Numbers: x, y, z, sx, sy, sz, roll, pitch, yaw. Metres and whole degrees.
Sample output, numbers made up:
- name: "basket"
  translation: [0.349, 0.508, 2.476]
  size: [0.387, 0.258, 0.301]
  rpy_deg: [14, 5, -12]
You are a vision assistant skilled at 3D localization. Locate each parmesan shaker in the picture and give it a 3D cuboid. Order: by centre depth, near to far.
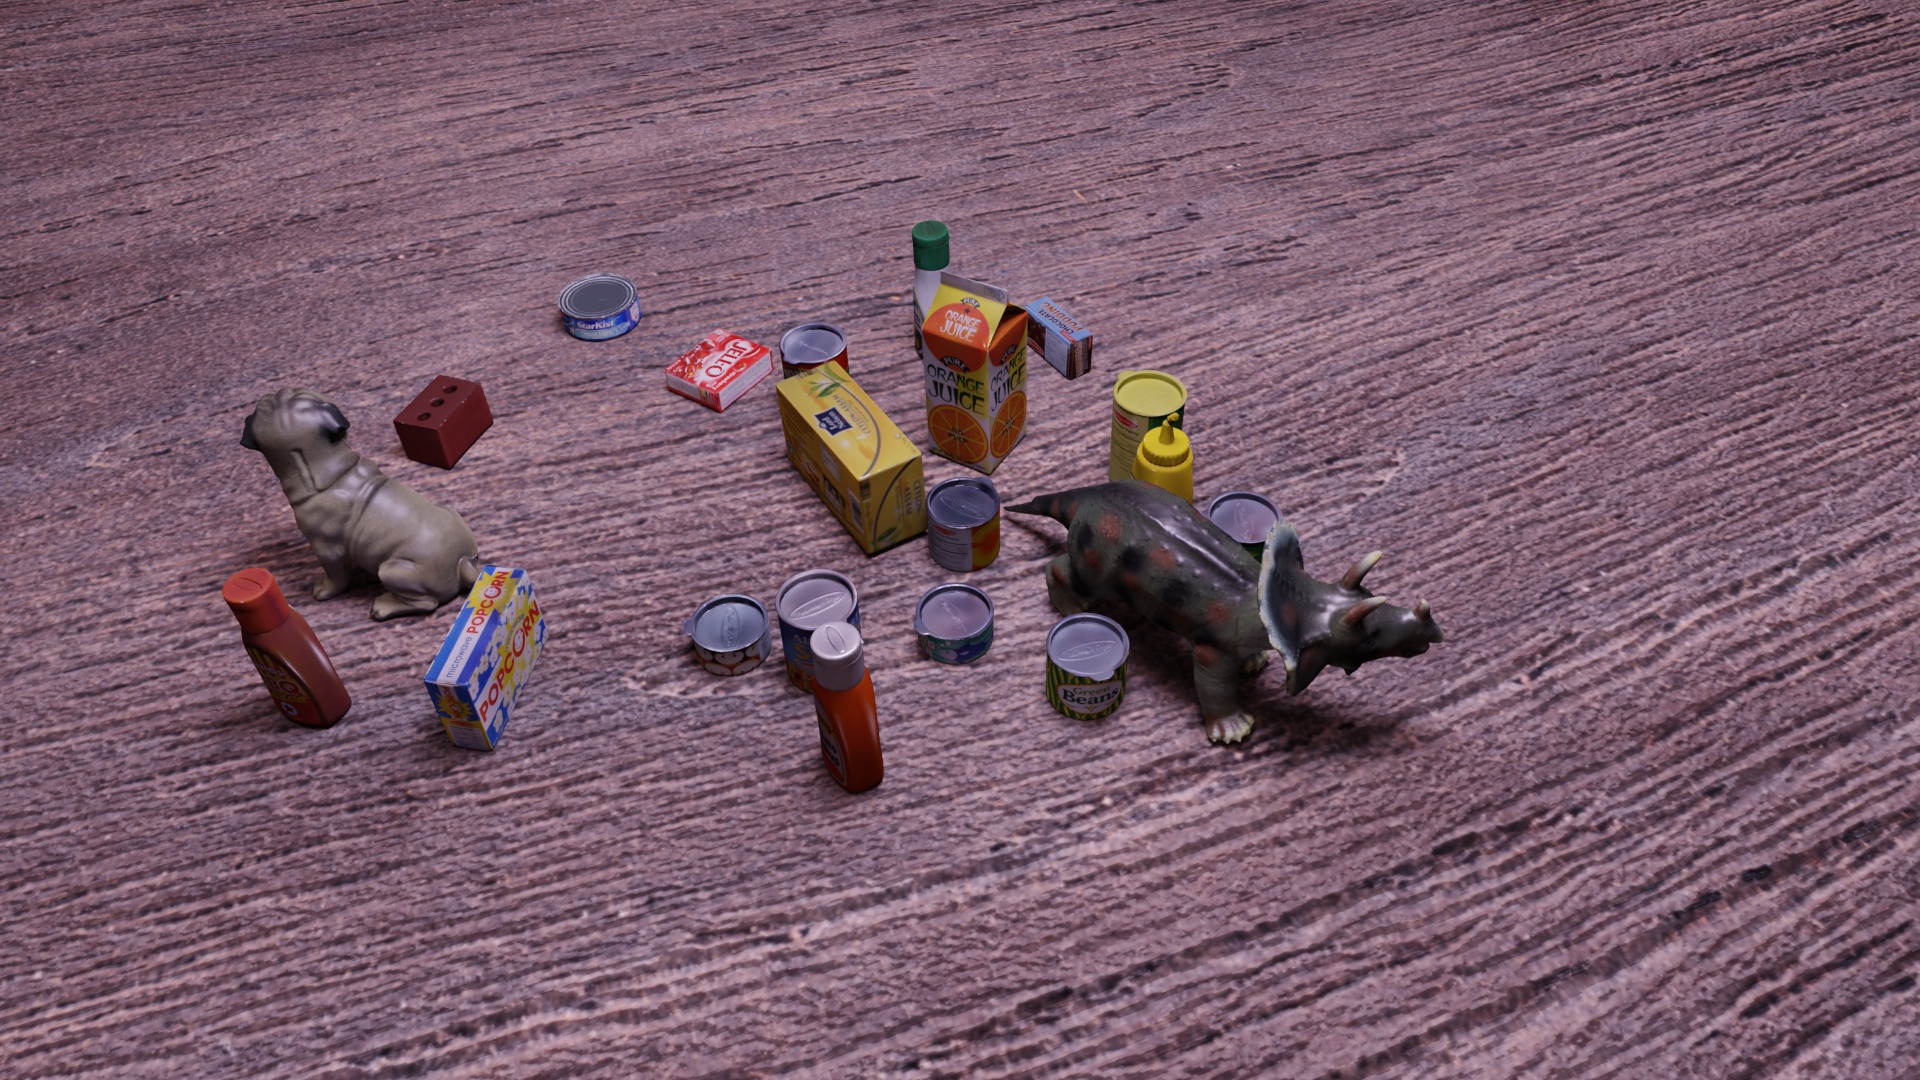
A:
- name: "parmesan shaker"
  translation: [0.171, -0.099, 1.290]
  size: [0.071, 0.102, 0.072]
  rpy_deg: [-1, 45, 1]

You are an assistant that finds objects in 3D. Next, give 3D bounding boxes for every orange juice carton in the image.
- name: "orange juice carton"
  translation: [0.014, -0.163, 1.297]
  size: [0.072, 0.191, 0.073]
  rpy_deg: [23, 50, 23]

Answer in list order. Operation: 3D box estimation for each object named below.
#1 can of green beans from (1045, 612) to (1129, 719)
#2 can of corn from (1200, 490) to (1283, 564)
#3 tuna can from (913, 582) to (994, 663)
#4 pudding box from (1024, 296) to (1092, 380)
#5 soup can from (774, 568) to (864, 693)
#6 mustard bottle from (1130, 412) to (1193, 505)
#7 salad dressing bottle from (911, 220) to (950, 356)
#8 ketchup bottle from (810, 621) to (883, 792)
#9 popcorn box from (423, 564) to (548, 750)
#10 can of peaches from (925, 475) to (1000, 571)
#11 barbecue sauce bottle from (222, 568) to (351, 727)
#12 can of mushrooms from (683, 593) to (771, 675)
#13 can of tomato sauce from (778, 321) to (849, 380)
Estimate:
- name: "can of green beans"
  translation: [0.101, 0.102, 1.120]
  size: [0.071, 0.057, 0.071]
  rpy_deg: [-1, 45, 1]
- name: "can of corn"
  translation: [0.243, -0.001, 1.219]
  size: [0.071, 0.058, 0.071]
  rpy_deg: [-1, 45, 1]
- name: "tuna can"
  translation: [-0.006, 0.071, 1.173]
  size: [0.071, 0.032, 0.071]
  rpy_deg: [-1, 45, 1]
- name: "pudding box"
  translation: [0.101, -0.211, 1.444]
  size: [0.030, 0.049, 0.084]
  rpy_deg: [-25, 49, -22]
- name: "soup can"
  translation: [-0.113, 0.077, 1.134]
  size: [0.071, 0.083, 0.072]
  rpy_deg: [-1, 45, 1]
- name: "mustard bottle"
  translation: [0.173, -0.050, 1.199]
  size: [0.049, 0.159, 0.065]
  rpy_deg: [-11, 45, -9]
- name: "salad dressing bottle"
  translation: [-0.028, -0.256, 1.425]
  size: [0.044, 0.146, 0.064]
  rpy_deg: [-9, 45, -7]
- name: "ketchup bottle"
  translation: [-0.086, 0.122, 1.041]
  size: [0.044, 0.148, 0.065]
  rpy_deg: [-21, 48, -18]
- name: "popcorn box"
  translation: [-0.382, 0.094, 1.126]
  size: [0.038, 0.084, 0.127]
  rpy_deg: [5, 45, 7]
- name: "can of peaches"
  translation: [0.004, -0.016, 1.243]
  size: [0.071, 0.057, 0.071]
  rpy_deg: [-1, 45, 1]
- name: "barbecue sauce bottle"
  translation: [-0.534, 0.085, 1.096]
  size: [0.065, 0.147, 0.044]
  rpy_deg: [16, 47, 18]
- name: "can of mushrooms"
  translation: [-0.196, 0.079, 1.171]
  size: [0.071, 0.033, 0.071]
  rpy_deg: [-1, 45, 1]
- name: "can of tomato sauce"
  translation: [-0.143, -0.163, 1.380]
  size: [0.071, 0.082, 0.071]
  rpy_deg: [-1, 45, 1]
